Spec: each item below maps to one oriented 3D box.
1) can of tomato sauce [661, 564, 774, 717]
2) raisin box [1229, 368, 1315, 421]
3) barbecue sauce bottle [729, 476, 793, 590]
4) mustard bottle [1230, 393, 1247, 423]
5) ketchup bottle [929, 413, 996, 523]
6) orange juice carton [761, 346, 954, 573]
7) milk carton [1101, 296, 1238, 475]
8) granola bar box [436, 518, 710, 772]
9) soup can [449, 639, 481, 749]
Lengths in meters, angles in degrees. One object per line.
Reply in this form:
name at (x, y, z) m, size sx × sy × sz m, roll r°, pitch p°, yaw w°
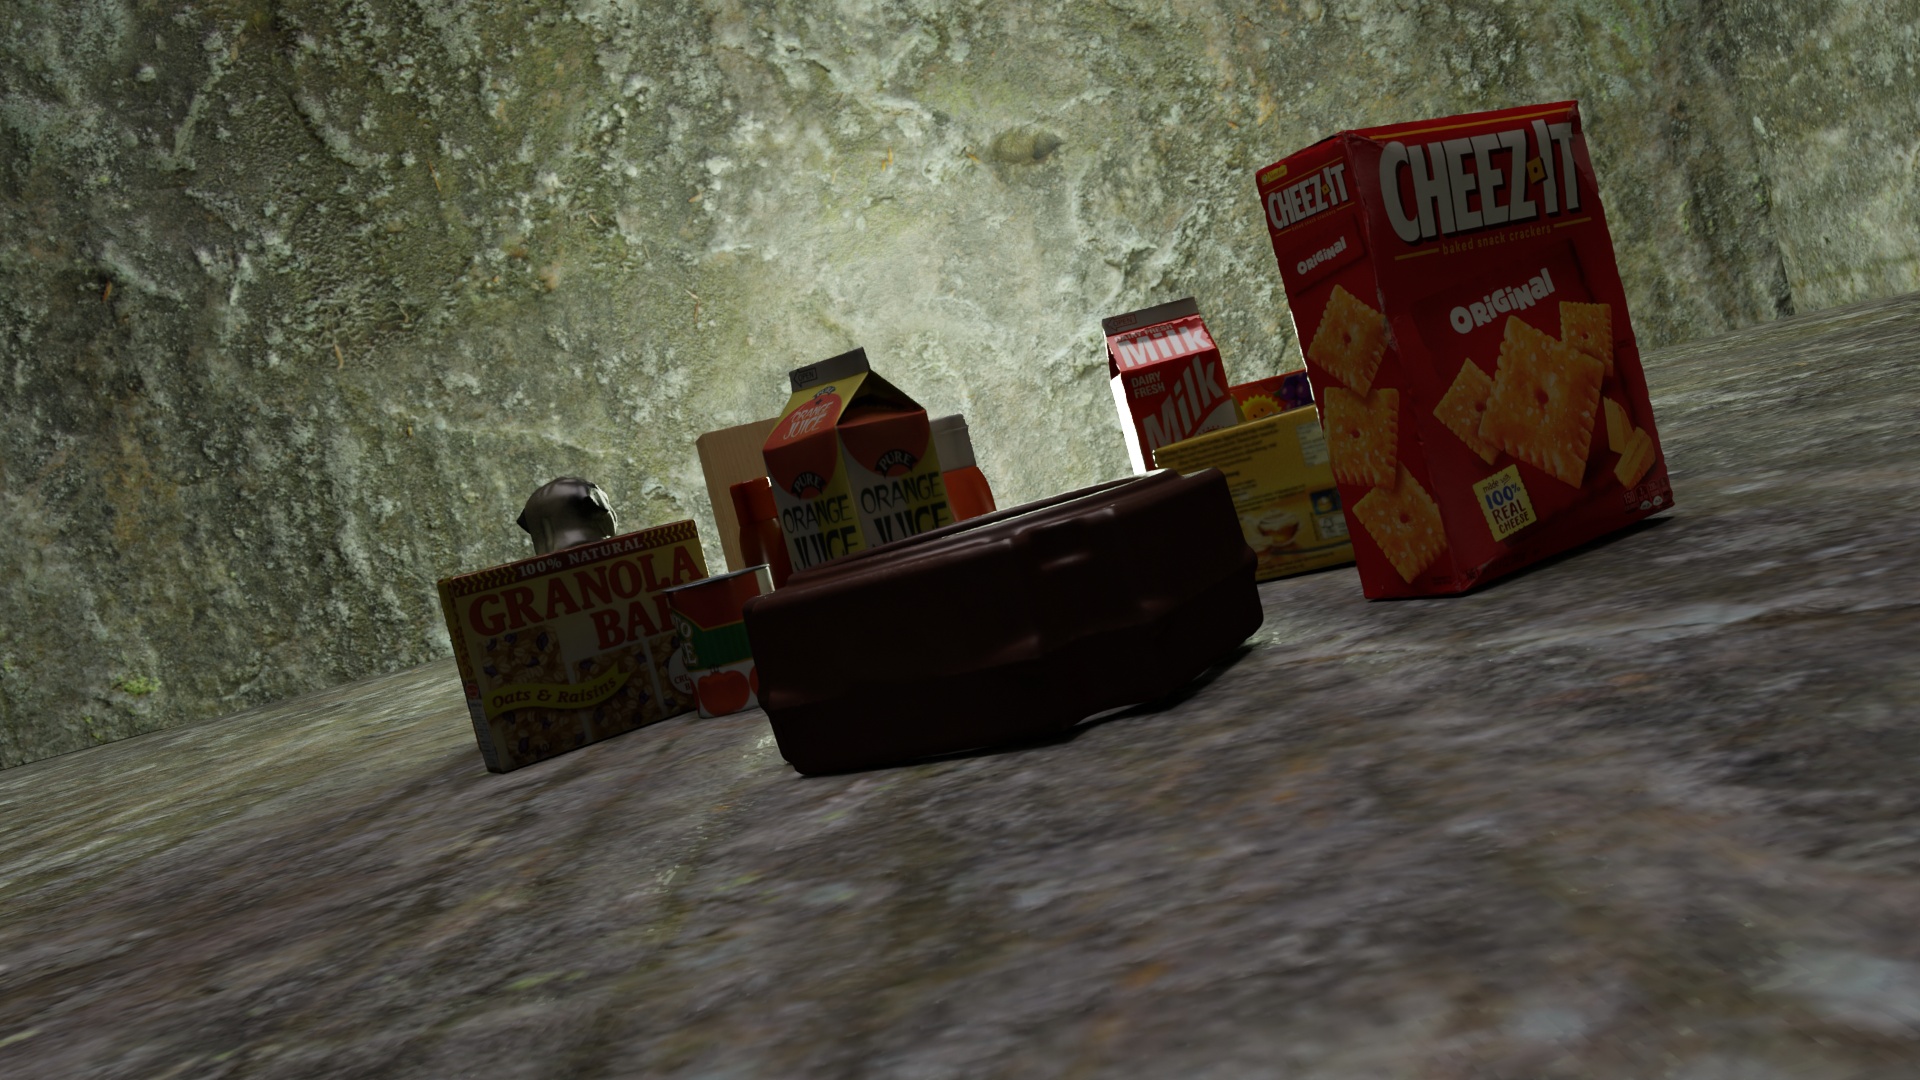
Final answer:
can of tomato sauce at (-0.145, 0.063, 0.874) m, size 0.071 × 0.083 × 0.071 m, roll -14°, pitch 2°, yaw 1°
raisin box at (0.274, -0.077, 1.156) m, size 0.086 × 0.123 × 0.040 m, roll -14°, pitch 2°, yaw 17°
barbecue sauce bottle at (-0.168, 0.019, 1.231) m, size 0.043 × 0.148 × 0.065 m, roll -14°, pitch 2°, yaw 14°
mustard bottle at (0.205, -0.076, 1.110) m, size 0.065 × 0.160 × 0.049 m, roll -13°, pitch 3°, yaw 40°
ketchup bottle at (0.003, -0.012, 0.955) m, size 0.044 × 0.148 × 0.064 m, roll -15°, pitch 2°, yaw -20°
orange juice carton at (-0.055, -0.013, 0.811) m, size 0.073 × 0.192 × 0.071 m, roll -16°, pitch 3°, yaw -44°
milk carton at (0.158, -0.074, 0.992) m, size 0.072 × 0.190 × 0.073 m, roll -14°, pitch 2°, yaw 0°
granola bar box at (-0.237, 0.065, 0.897) m, size 0.166 × 0.124 × 0.039 m, roll -16°, pitch 3°, yaw -36°
soup can at (-0.324, 0.102, 1.006) m, size 0.071 × 0.083 × 0.071 m, roll -14°, pitch 2°, yaw 1°
